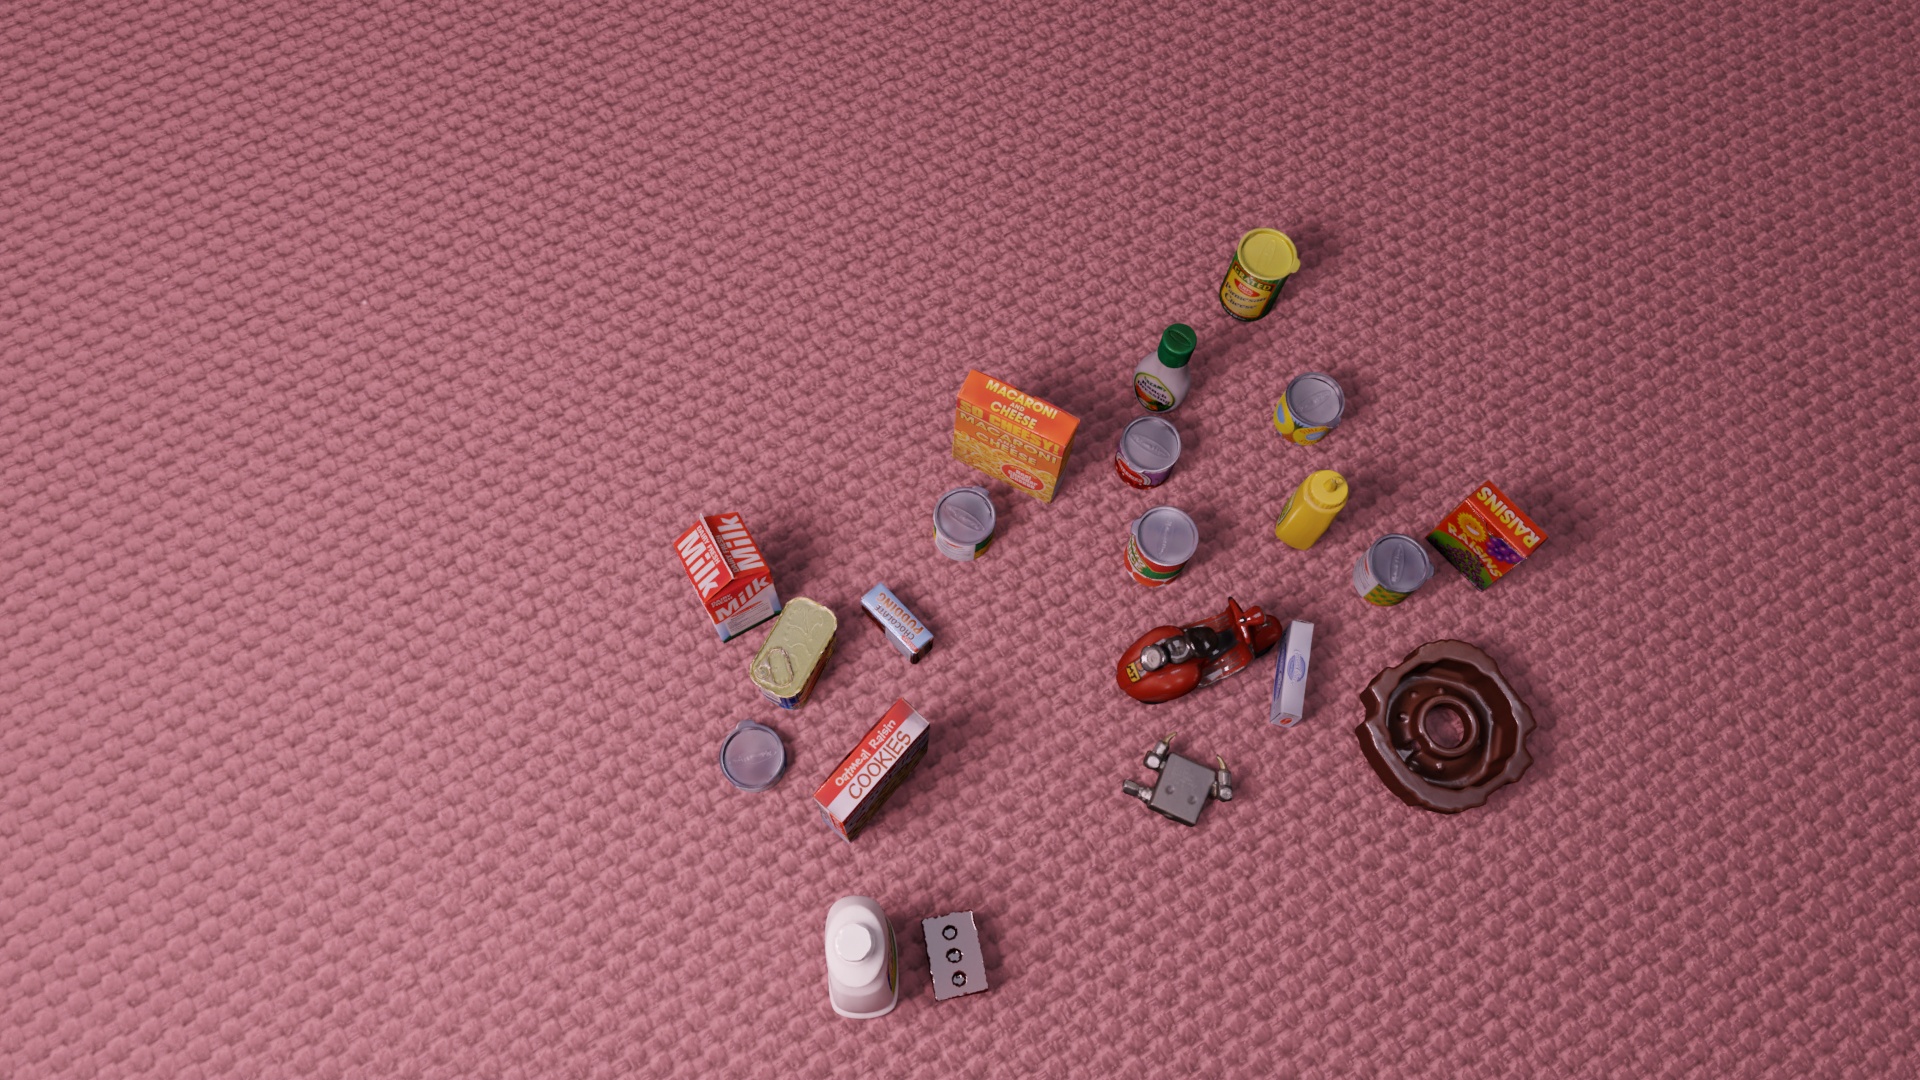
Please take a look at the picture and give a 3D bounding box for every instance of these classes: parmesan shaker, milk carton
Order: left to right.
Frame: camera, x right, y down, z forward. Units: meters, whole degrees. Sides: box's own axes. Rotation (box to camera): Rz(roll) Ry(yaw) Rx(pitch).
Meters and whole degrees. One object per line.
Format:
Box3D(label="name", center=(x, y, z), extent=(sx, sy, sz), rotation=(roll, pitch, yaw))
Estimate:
Box3D(label="milk carton", center=(-0.233, 0.033, 1.390), extent=(0.073, 0.190, 0.072), rotation=(-28, 74, -11))
Box3D(label="parmesan shaker", center=(0.338, -0.298, 1.576), extent=(0.071, 0.102, 0.071), rotation=(1, 71, -2))

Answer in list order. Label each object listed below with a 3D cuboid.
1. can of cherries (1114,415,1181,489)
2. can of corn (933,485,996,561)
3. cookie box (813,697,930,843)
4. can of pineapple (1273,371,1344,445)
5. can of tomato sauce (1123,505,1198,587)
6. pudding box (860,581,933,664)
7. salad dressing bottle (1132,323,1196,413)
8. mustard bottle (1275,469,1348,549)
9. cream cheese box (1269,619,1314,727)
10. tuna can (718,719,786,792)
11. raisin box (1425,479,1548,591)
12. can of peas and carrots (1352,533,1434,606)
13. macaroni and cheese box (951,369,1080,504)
Box3D(label="can of cherries", center=(0.203, -0.094, 1.522), extent=(0.071, 0.058, 0.071), rotation=(1, 71, -2))
Box3D(label="can of corn", center=(0.005, -0.019, 1.488), extent=(0.071, 0.058, 0.071), rotation=(1, 71, -2))
Box3D(label="cookie box", center=(-0.084, 0.224, 1.342), extent=(0.040, 0.167, 0.123), rotation=(39, 74, 10))
Box3D(label="can of pineapple", center=(0.388, -0.144, 1.548), extent=(0.071, 0.057, 0.071), rotation=(1, 71, -2))
Box3D(label="can of tomato sauce", center=(0.210, 0.007, 1.474), extent=(0.071, 0.083, 0.071), rotation=(1, 71, -2))
Box3D(label="pudding box", center=(-0.067, 0.087, 1.453), extent=(0.030, 0.049, 0.084), rotation=(-42, 77, -14))
Box3D(label="salad dressing bottle", center=(0.225, -0.187, 1.509), extent=(0.064, 0.147, 0.044), rotation=(38, 74, 10))
Box3D(label="mustard bottle", center=(0.374, -0.040, 1.457), extent=(0.049, 0.159, 0.065), rotation=(27, 72, 7))
Box3D(label="cream cheese box", center=(0.345, 0.139, 1.449), extent=(0.024, 0.053, 0.104), rotation=(12, 71, 2))
Box3D(label="tuna can", center=(-0.211, 0.219, 1.409), extent=(0.071, 0.032, 0.071), rotation=(1, 71, -2))
Box3D(label="raisin box", center=(0.554, -0.003, 1.471), extent=(0.040, 0.123, 0.086), rotation=(-38, 77, -13))
Box3D(label="can of peas and carrots", center=(0.463, 0.033, 1.488), extent=(0.071, 0.058, 0.071), rotation=(1, 71, -2))
Box3D(label="macaroni and cheese box", center=(0.055, -0.108, 1.464), extent=(0.124, 0.166, 0.040), rotation=(26, 72, 7))
